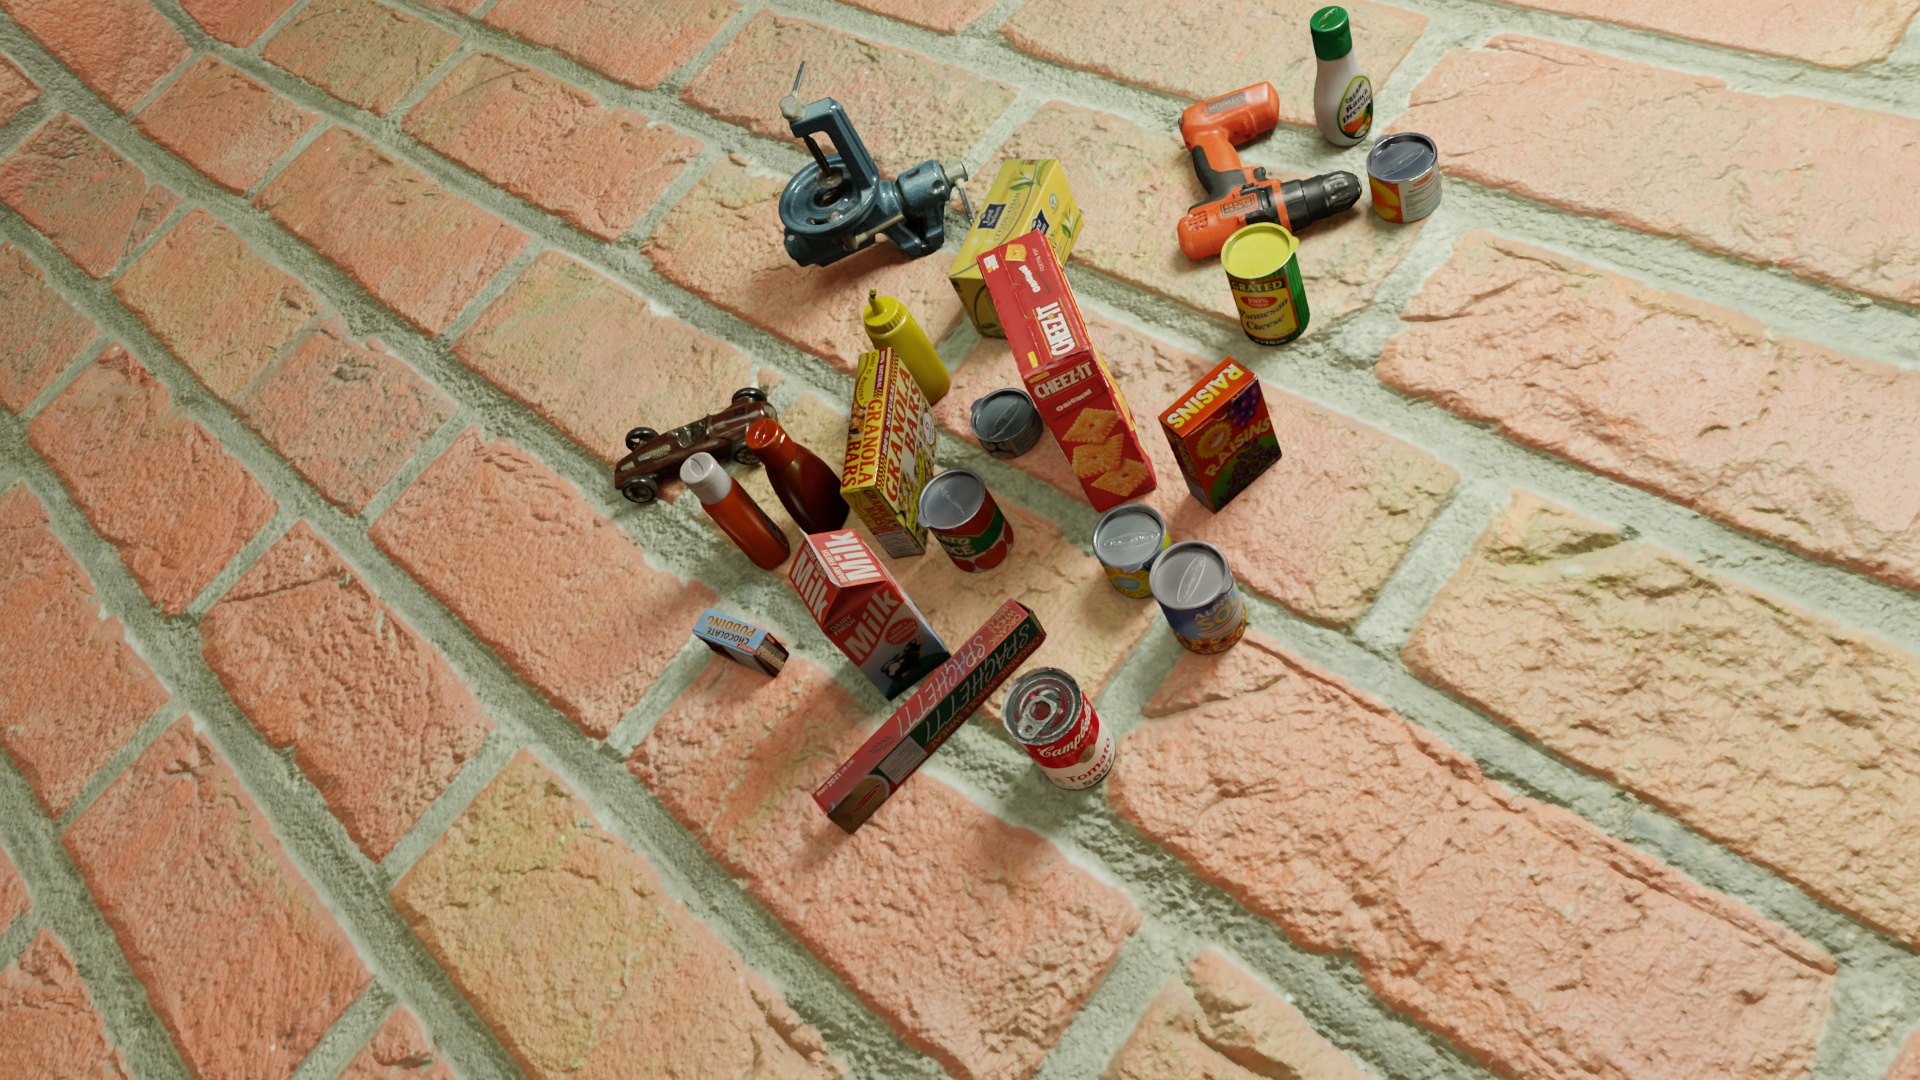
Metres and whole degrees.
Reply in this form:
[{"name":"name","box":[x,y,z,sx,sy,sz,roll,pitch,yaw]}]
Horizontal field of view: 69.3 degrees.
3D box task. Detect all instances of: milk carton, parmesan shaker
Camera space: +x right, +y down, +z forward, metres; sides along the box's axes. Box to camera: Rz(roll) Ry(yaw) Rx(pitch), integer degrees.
[{"name":"milk carton","box":[-0.086,0.059,1.220,0.073,0.190,0.072,-36,51,-1]},{"name":"parmesan shaker","box":[0.290,-0.238,1.302,0.071,0.102,0.071,-12,55,17]}]

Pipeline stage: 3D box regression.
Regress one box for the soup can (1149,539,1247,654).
[{"name":"soup can","box":[0.203,0.049,1.163,0.071,0.083,0.072,-12,55,17]}]

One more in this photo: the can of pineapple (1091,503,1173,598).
[{"name":"can of pineapple","box":[0.155,0.011,1.227,0.071,0.057,0.071,-12,55,17]}]

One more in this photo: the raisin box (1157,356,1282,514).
[{"name":"raisin box","box":[0.229,-0.091,1.219,0.086,0.123,0.040,-40,51,-4]}]

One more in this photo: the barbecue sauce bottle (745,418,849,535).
[{"name":"barbecue sauce bottle","box":[-0.160,-0.063,1.361,0.043,0.148,0.065,3,60,26]}]

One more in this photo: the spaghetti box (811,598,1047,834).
[{"name":"spaghetti box","box":[-0.024,0.153,1.219,0.250,0.050,0.029,-45,52,-8]}]

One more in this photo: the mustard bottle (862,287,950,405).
[{"name":"mustard bottle","box":[-0.062,-0.201,1.402,0.049,0.159,0.065,-43,52,-6]}]

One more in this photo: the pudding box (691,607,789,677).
[{"name":"pudding box","box":[-0.212,0.098,1.341,0.084,0.049,0.030,17,67,32]}]

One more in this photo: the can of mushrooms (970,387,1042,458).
[{"name":"can of mushrooms","box":[0.044,-0.117,1.378,0.071,0.033,0.071,-12,55,17]}]

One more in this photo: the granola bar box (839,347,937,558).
[{"name":"granola bar box","box":[-0.066,-0.085,1.348,0.039,0.123,0.166,-9,56,20]}]

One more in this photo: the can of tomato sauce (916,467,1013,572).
[{"name":"can of tomato sauce","box":[0.005,-0.016,1.297,0.071,0.082,0.071,-12,55,17]}]

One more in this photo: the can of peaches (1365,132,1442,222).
[{"name":"can of peaches","box":[0.428,-0.352,1.344,0.071,0.058,0.071,-12,55,17]}]

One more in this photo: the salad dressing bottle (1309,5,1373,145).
[{"name":"salad dressing bottle","box":[0.377,-0.461,1.383,0.064,0.147,0.044,-45,52,-8]}]

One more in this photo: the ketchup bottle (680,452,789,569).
[{"name":"ketchup bottle","box":[-0.224,-0.030,1.369,0.043,0.148,0.065,-39,51,-3]}]
